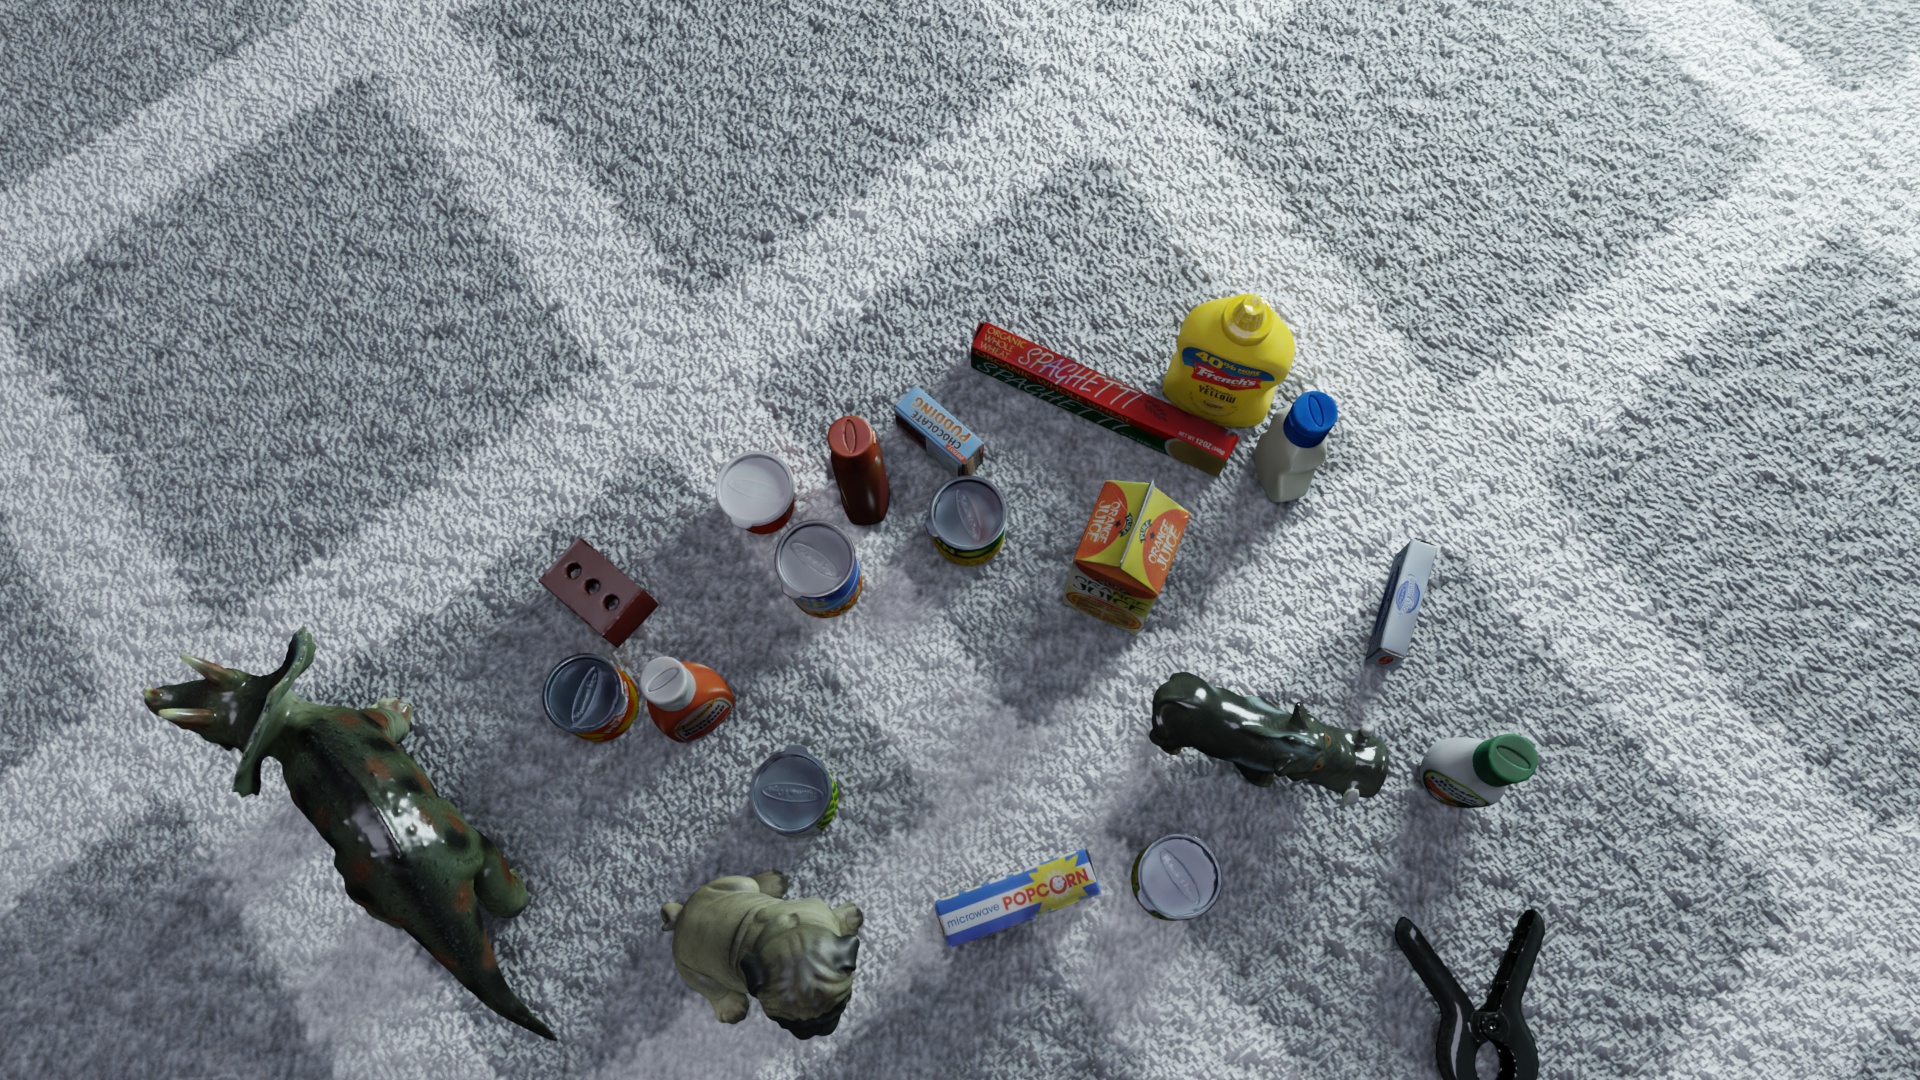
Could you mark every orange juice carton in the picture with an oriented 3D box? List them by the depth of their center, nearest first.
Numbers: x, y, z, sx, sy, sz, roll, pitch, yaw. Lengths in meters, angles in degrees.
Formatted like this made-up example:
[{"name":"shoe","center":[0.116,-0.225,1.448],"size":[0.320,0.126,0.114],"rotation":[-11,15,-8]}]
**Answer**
[{"name":"orange juice carton","center":[0.132,0.012,1.115],"size":[0.073,0.192,0.072],"rotation":[22,75,7]}]

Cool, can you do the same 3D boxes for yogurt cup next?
[{"name":"yogurt cup","center":[-0.175,-0.038,1.206],"size":[0.072,0.053,0.072],"rotation":[0,73,1]}]

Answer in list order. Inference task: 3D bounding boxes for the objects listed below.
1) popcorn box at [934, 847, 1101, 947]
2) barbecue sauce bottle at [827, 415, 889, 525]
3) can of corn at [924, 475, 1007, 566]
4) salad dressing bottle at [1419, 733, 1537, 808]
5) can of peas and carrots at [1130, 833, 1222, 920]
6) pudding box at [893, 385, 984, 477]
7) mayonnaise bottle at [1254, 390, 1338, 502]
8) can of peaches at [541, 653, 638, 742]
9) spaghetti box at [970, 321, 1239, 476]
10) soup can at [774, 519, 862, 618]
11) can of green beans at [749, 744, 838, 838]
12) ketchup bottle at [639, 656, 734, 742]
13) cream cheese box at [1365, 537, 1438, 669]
[{"name":"popcorn box","center":[0.044,0.281,1.091],"size":[0.127,0.085,0.038],"rotation":[-19,74,-5]},{"name":"barbecue sauce bottle","center":[-0.085,-0.062,1.163],"size":[0.044,0.148,0.065],"rotation":[-6,74,-1]},{"name":"can of corn","center":[0.004,-0.015,1.194],"size":[0.071,0.058,0.071],"rotation":[0,74,1]},{"name":"salad dressing bottle","center":[0.405,0.178,1.085],"size":[0.064,0.147,0.044],"rotation":[33,77,10]},{"name":"can of peas and carrots","center":[0.169,0.271,1.106],"size":[0.071,0.058,0.071],"rotation":[0,74,1]},{"name":"pudding box","center":[-0.019,-0.094,1.223],"size":[0.084,0.049,0.030],"rotation":[41,78,12]},{"name":"mayonnaise bottle","center":[0.282,-0.081,1.165],"size":[0.041,0.147,0.065],"rotation":[-12,74,-3]},{"name":"can of peaches","center":[-0.304,0.132,1.154],"size":[0.071,0.058,0.071],"rotation":[0,74,1]},{"name":"spaghetti box","center":[0.124,-0.125,1.231],"size":[0.250,0.050,0.029],"rotation":[25,76,8]},{"name":"soup can","center":[-0.120,0.027,1.170],"size":[0.071,0.083,0.071],"rotation":[0,74,1]},{"name":"can of green beans","center":[-0.134,0.207,1.129],"size":[0.071,0.057,0.071],"rotation":[0,74,1]},{"name":"ketchup bottle","center":[-0.222,0.124,1.108],"size":[0.065,0.148,0.043],"rotation":[-37,77,-9]},{"name":"cream cheese box","center":[0.372,0.054,1.172],"size":[0.024,0.053,0.104],"rotation":[19,75,6]}]
